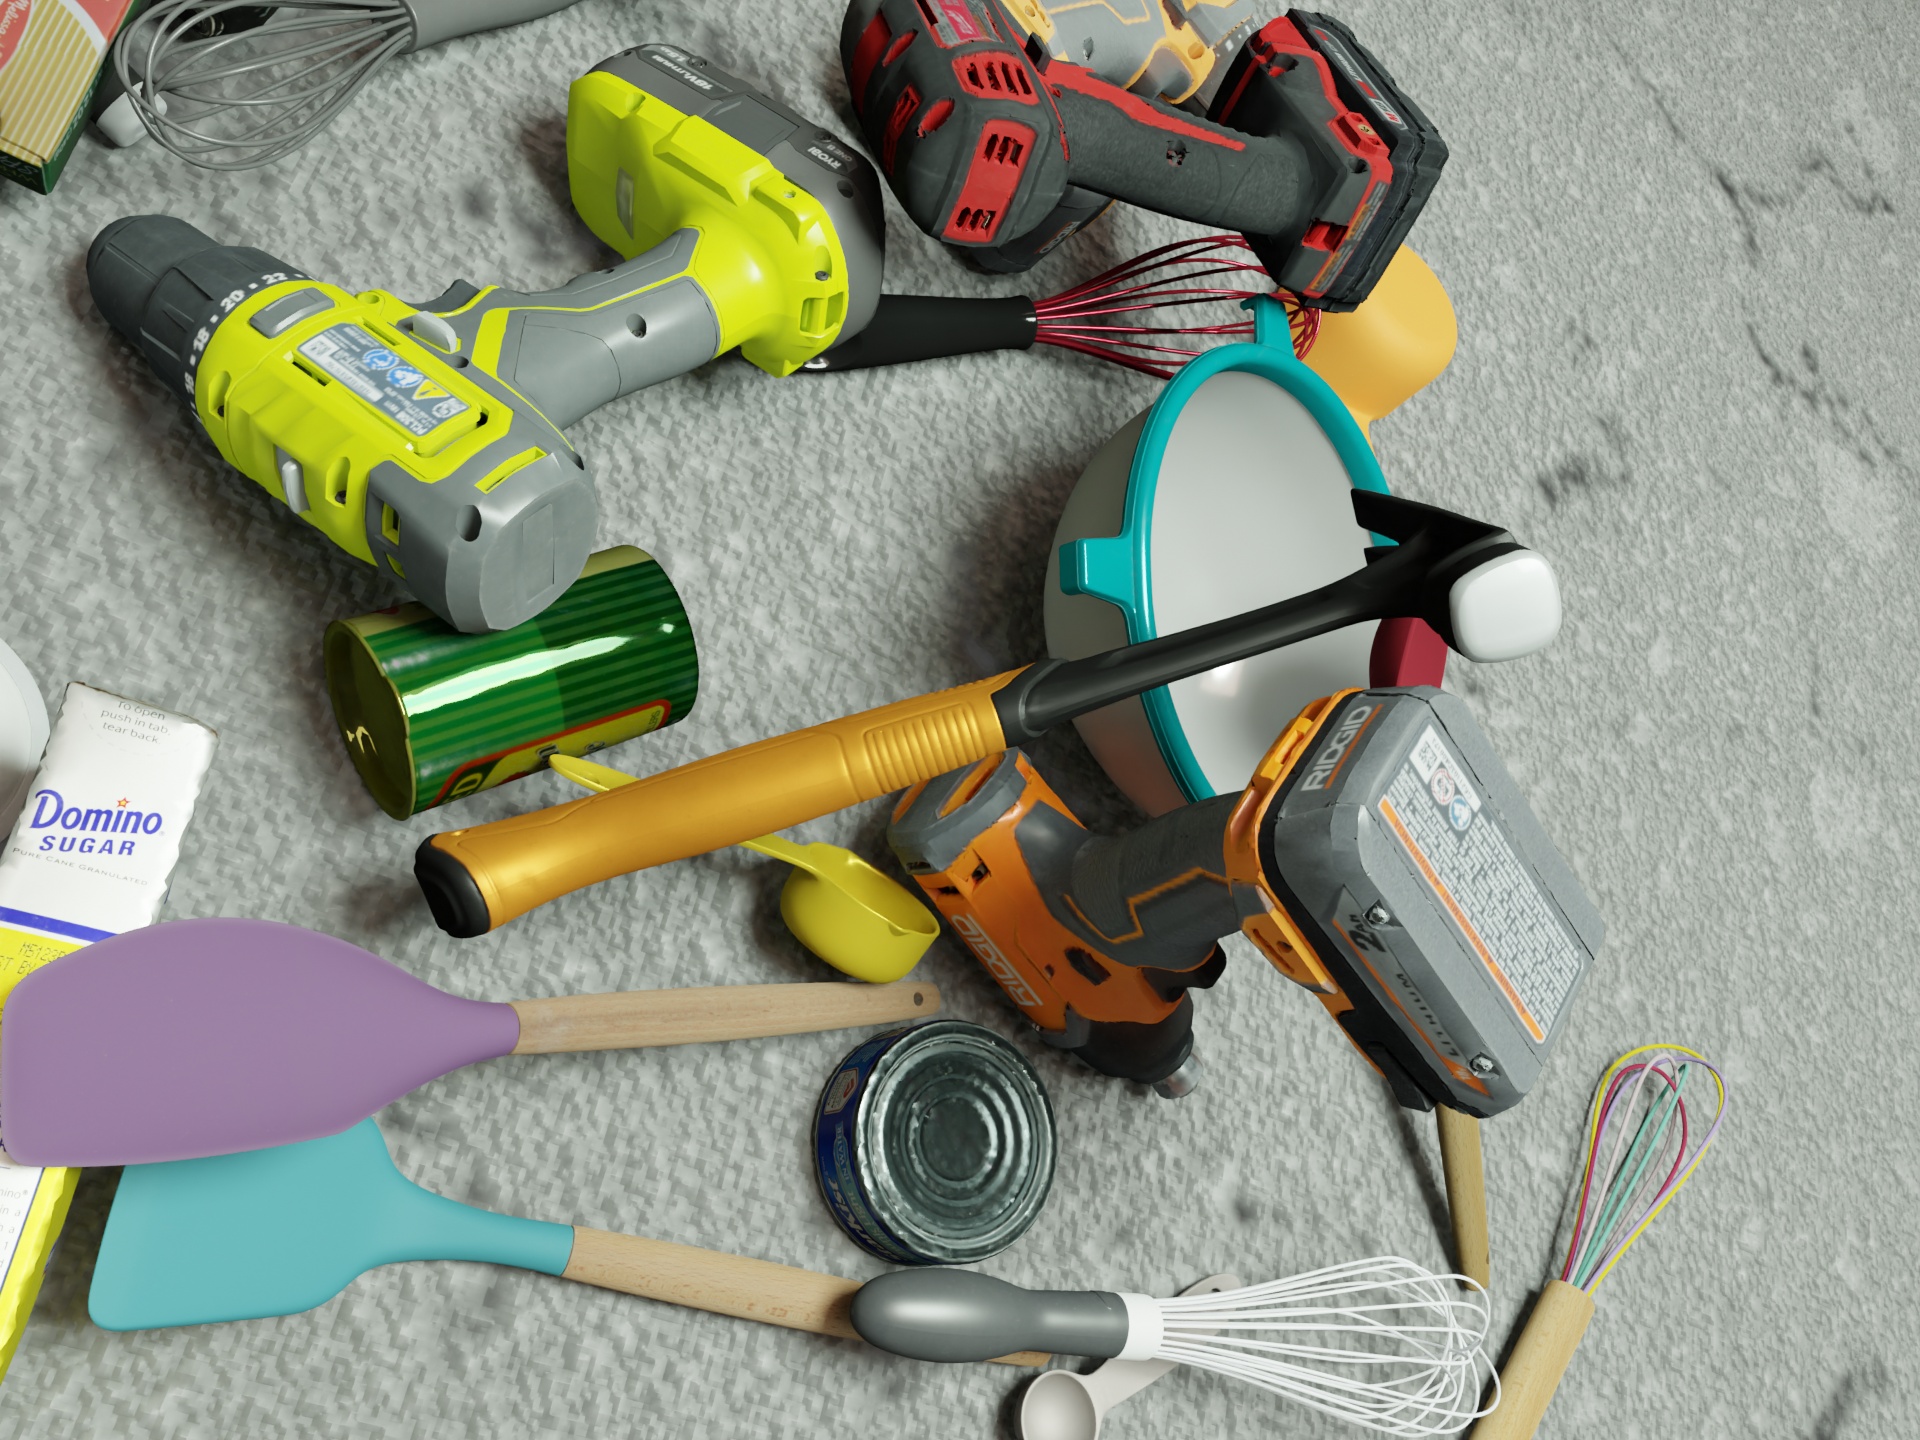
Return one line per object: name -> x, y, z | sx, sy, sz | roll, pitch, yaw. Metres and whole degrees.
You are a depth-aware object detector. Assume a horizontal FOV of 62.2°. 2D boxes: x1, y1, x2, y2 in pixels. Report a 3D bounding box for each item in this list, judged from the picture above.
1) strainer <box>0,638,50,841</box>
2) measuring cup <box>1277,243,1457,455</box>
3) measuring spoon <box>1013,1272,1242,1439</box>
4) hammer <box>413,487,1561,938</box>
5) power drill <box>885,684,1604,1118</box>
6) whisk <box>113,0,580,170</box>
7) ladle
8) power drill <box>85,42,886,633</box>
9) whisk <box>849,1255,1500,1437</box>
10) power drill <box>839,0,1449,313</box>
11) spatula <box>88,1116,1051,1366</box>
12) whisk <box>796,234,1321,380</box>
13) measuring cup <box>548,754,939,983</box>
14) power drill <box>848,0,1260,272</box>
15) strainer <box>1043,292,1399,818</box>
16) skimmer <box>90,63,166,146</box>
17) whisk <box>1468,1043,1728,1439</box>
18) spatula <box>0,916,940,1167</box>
strainer -> -0.307, -0.062, 0.466 | 0.086, 0.050, 0.259 | 12, 64, -44
measuring cup -> 0.211, -0.166, 0.785 | 0.095, 0.052, 0.174 | 15, 57, -30
measuring spoon -> 0.064, 0.242, 0.601 | 0.124, 0.018, 0.034 | -18, 80, -41
hammer -> -0.001, -0.002, 0.490 | 0.337, 0.127, 0.034 | -17, 107, -1
power drill -> 0.090, 0.073, 0.541 | 0.164, 0.226, 0.084 | 52, 57, -19
whisk -> -0.200, -0.251, 0.573 | 0.055, 0.055, 0.239 | 48, 44, -8
ladle -> 0.201, 0.094, 0.665 | 0.069, 0.031, 0.315 | -24, 108, -54
power drill -> -0.153, -0.147, 0.544 | 0.191, 0.080, 0.228 | 35, 53, 15
whisk -> 0.087, 0.223, 0.582 | 0.284, 0.070, 0.070 | 15, 67, -26
power drill -> 0.061, -0.231, 0.607 | 0.219, 0.078, 0.143 | 0, 49, -26
spatula -> -0.098, 0.175, 0.506 | 0.317, 0.044, 0.082 | 21, 61, -25
whisk -> 0.044, -0.178, 0.704 | 0.295, 0.073, 0.073 | -11, 79, -28
measuring cup -> -0.076, 0.052, 0.546 | 0.156, 0.062, 0.029 | 27, 100, -30
power drill -> 0.074, -0.296, 0.751 | 0.185, 0.084, 0.226 | 49, 52, -10
strainer -> 0.129, 0.008, 0.683 | 0.340, 0.095, 0.211 | 58, 47, -27
skimmer -> -0.411, -0.319, 0.497 | 0.363, 0.090, 0.127 | 46, 57, -22
whisk -> 0.280, 0.240, 0.717 | 0.047, 0.051, 0.245 | 37, 61, 9
spatula -> -0.116, 0.090, 0.483 | 0.315, 0.018, 0.060 | 8, 72, -48
